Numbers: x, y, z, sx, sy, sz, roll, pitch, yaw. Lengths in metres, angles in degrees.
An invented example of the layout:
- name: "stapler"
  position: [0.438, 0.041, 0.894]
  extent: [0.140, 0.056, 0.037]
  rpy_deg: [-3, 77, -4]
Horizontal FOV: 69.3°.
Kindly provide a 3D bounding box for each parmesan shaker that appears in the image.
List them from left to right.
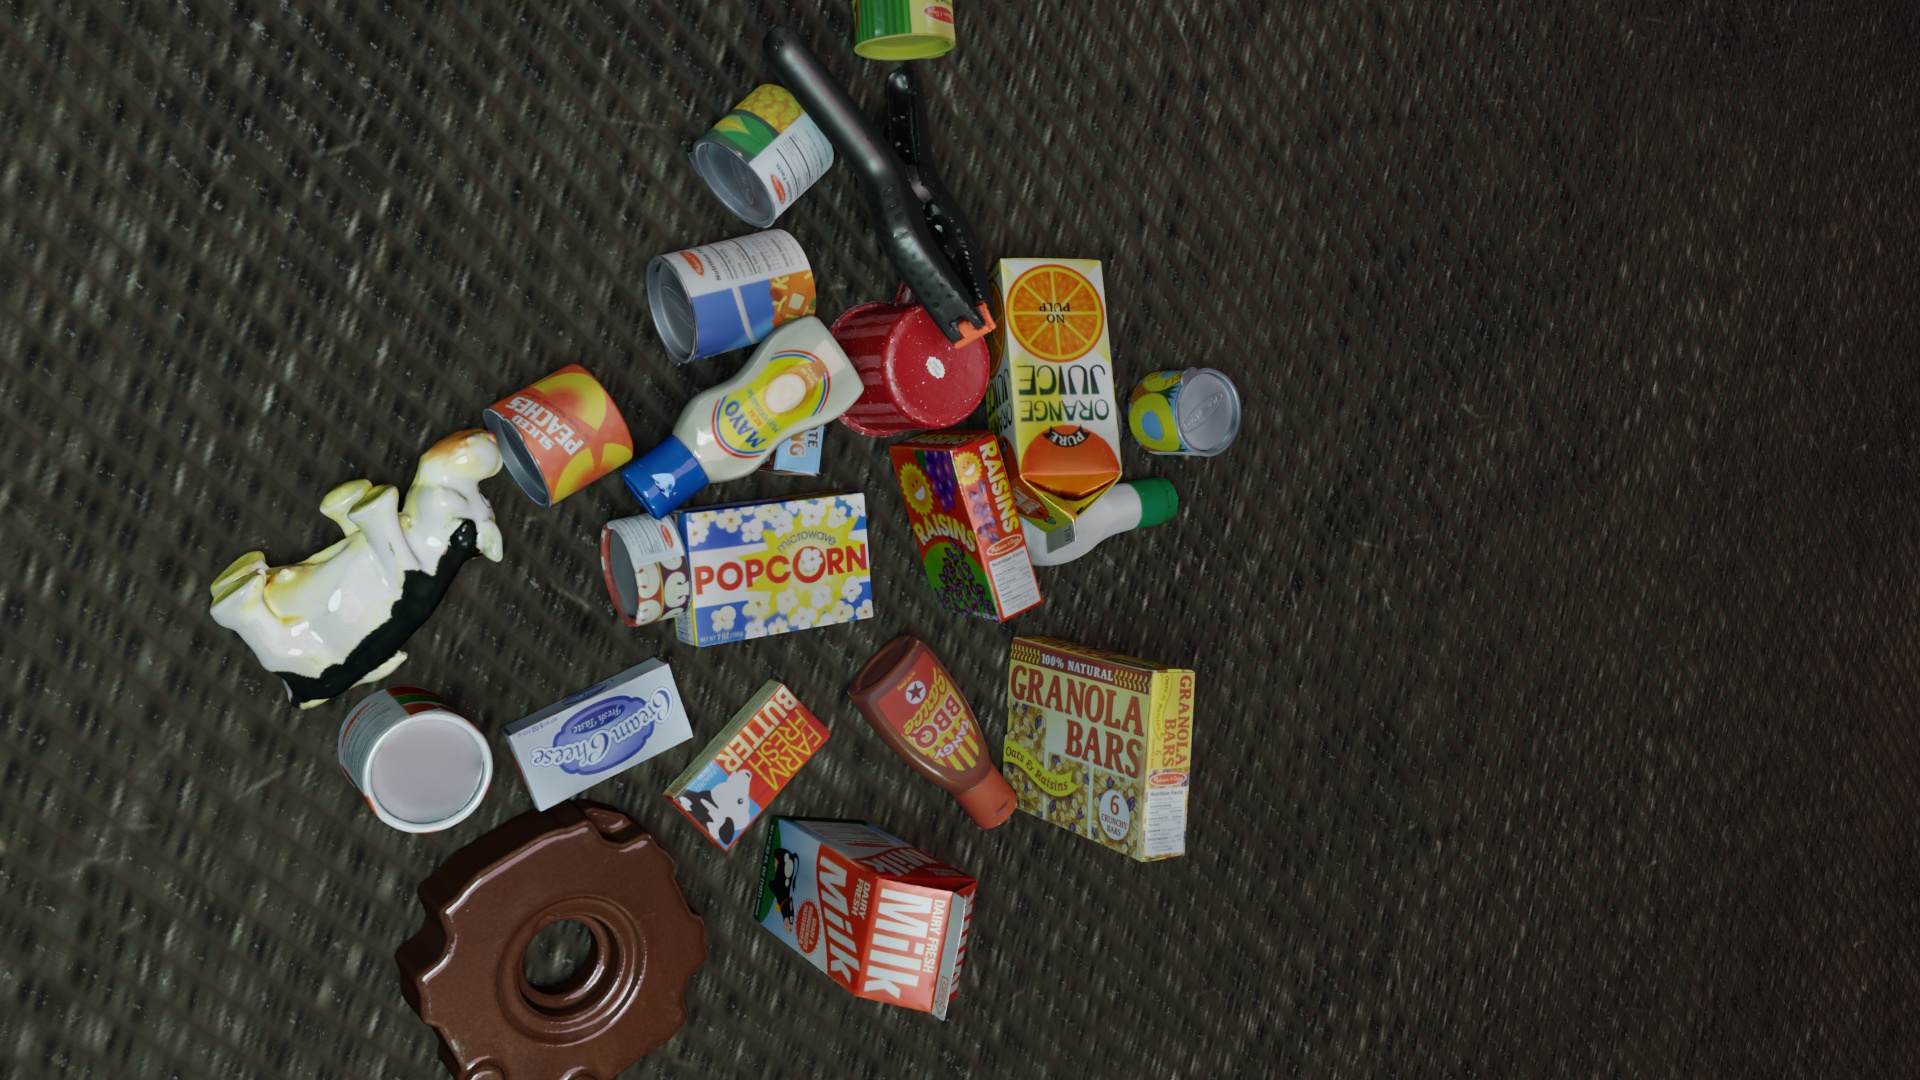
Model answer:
- name: "parmesan shaker"
  position: [-0.038, -0.372, 0.903]
  extent: [0.071, 0.071, 0.103]
  rpy_deg: [-8, 97, -32]

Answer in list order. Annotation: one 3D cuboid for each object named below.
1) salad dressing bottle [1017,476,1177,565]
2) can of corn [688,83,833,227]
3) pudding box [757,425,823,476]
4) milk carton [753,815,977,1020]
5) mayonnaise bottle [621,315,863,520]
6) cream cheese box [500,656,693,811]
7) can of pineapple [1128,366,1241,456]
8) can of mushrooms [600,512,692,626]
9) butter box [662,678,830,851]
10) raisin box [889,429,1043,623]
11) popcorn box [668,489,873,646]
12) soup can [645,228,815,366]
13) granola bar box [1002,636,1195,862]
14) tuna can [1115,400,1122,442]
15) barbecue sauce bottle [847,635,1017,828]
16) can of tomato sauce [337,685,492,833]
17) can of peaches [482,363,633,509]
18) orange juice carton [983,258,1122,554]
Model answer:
- name: "salad dressing bottle"
  position: [0.094, -0.020, 1.024]
  extent: [0.148, 0.044, 0.064]
  rpy_deg: [-10, 91, -33]
- name: "can of corn"
  position: [-0.123, -0.239, 0.859]
  extent: [0.058, 0.071, 0.071]
  rpy_deg: [-49, 117, -21]
- name: "pudding box"
  position: [-0.108, -0.084, 0.886]
  extent: [0.030, 0.049, 0.083]
  rpy_deg: [7, 90, -31]
- name: "milk carton"
  position: [-0.053, 0.229, 0.859]
  extent: [0.073, 0.190, 0.072]
  rpy_deg: [11, 88, -32]
- name: "mayonnaise bottle"
  position: [-0.131, -0.070, 0.826]
  extent: [0.148, 0.041, 0.064]
  rpy_deg: [-40, 108, -17]
- name: "cream cheese box"
  position: [-0.219, 0.117, 0.845]
  extent: [0.104, 0.024, 0.053]
  rpy_deg: [-25, 108, -28]
- name: "can of pineapple"
  position: [0.170, -0.099, 1.057]
  extent: [0.071, 0.058, 0.071]
  rpy_deg: [-3, 95, -33]
- name: "can of mushrooms"
  position: [-0.189, 0.019, 0.833]
  extent: [0.033, 0.071, 0.071]
  rpy_deg: [-15, 101, -31]
- name: "butter box"
  position: [-0.137, 0.144, 0.898]
  extent: [0.104, 0.024, 0.053]
  rpy_deg: [-48, 115, -21]
- name: "raisin box"
  position: [0.003, -0.012, 0.941]
  extent: [0.040, 0.086, 0.123]
  rpy_deg: [-24, 106, -27]
- name: "popcorn box"
  position: [-0.121, 0.016, 0.891]
  extent: [0.127, 0.038, 0.085]
  rpy_deg: [-8, 97, -32]
- name: "soup can"
  position: [-0.141, -0.149, 0.853]
  extent: [0.084, 0.071, 0.071]
  rpy_deg: [-21, 105, -30]
- name: "granola bar box"
  position: [0.090, 0.138, 0.959]
  extent: [0.039, 0.165, 0.124]
  rpy_deg: [2, 93, -31]
- name: "tuna can"
  position: [0.081, -0.083, 1.016]
  extent: [0.071, 0.033, 0.071]
  rpy_deg: [-3, 95, -32]
- name: "barbecue sauce bottle"
  position: [-0.014, 0.138, 0.965]
  extent: [0.065, 0.043, 0.148]
  rpy_deg: [-46, 116, -22]
- name: "can of tomato sauce"
  position: [-0.297, 0.119, 0.760]
  extent: [0.071, 0.083, 0.071]
  rpy_deg: [-3, 95, -32]
- name: "can of peaches"
  position: [-0.230, -0.061, 0.798]
  extent: [0.058, 0.071, 0.071]
  rpy_deg: [-35, 111, -27]
- name: "orange juice carton"
  position: [0.060, -0.089, 0.946]
  extent: [0.073, 0.071, 0.193]
  rpy_deg: [-2, 81, -14]
